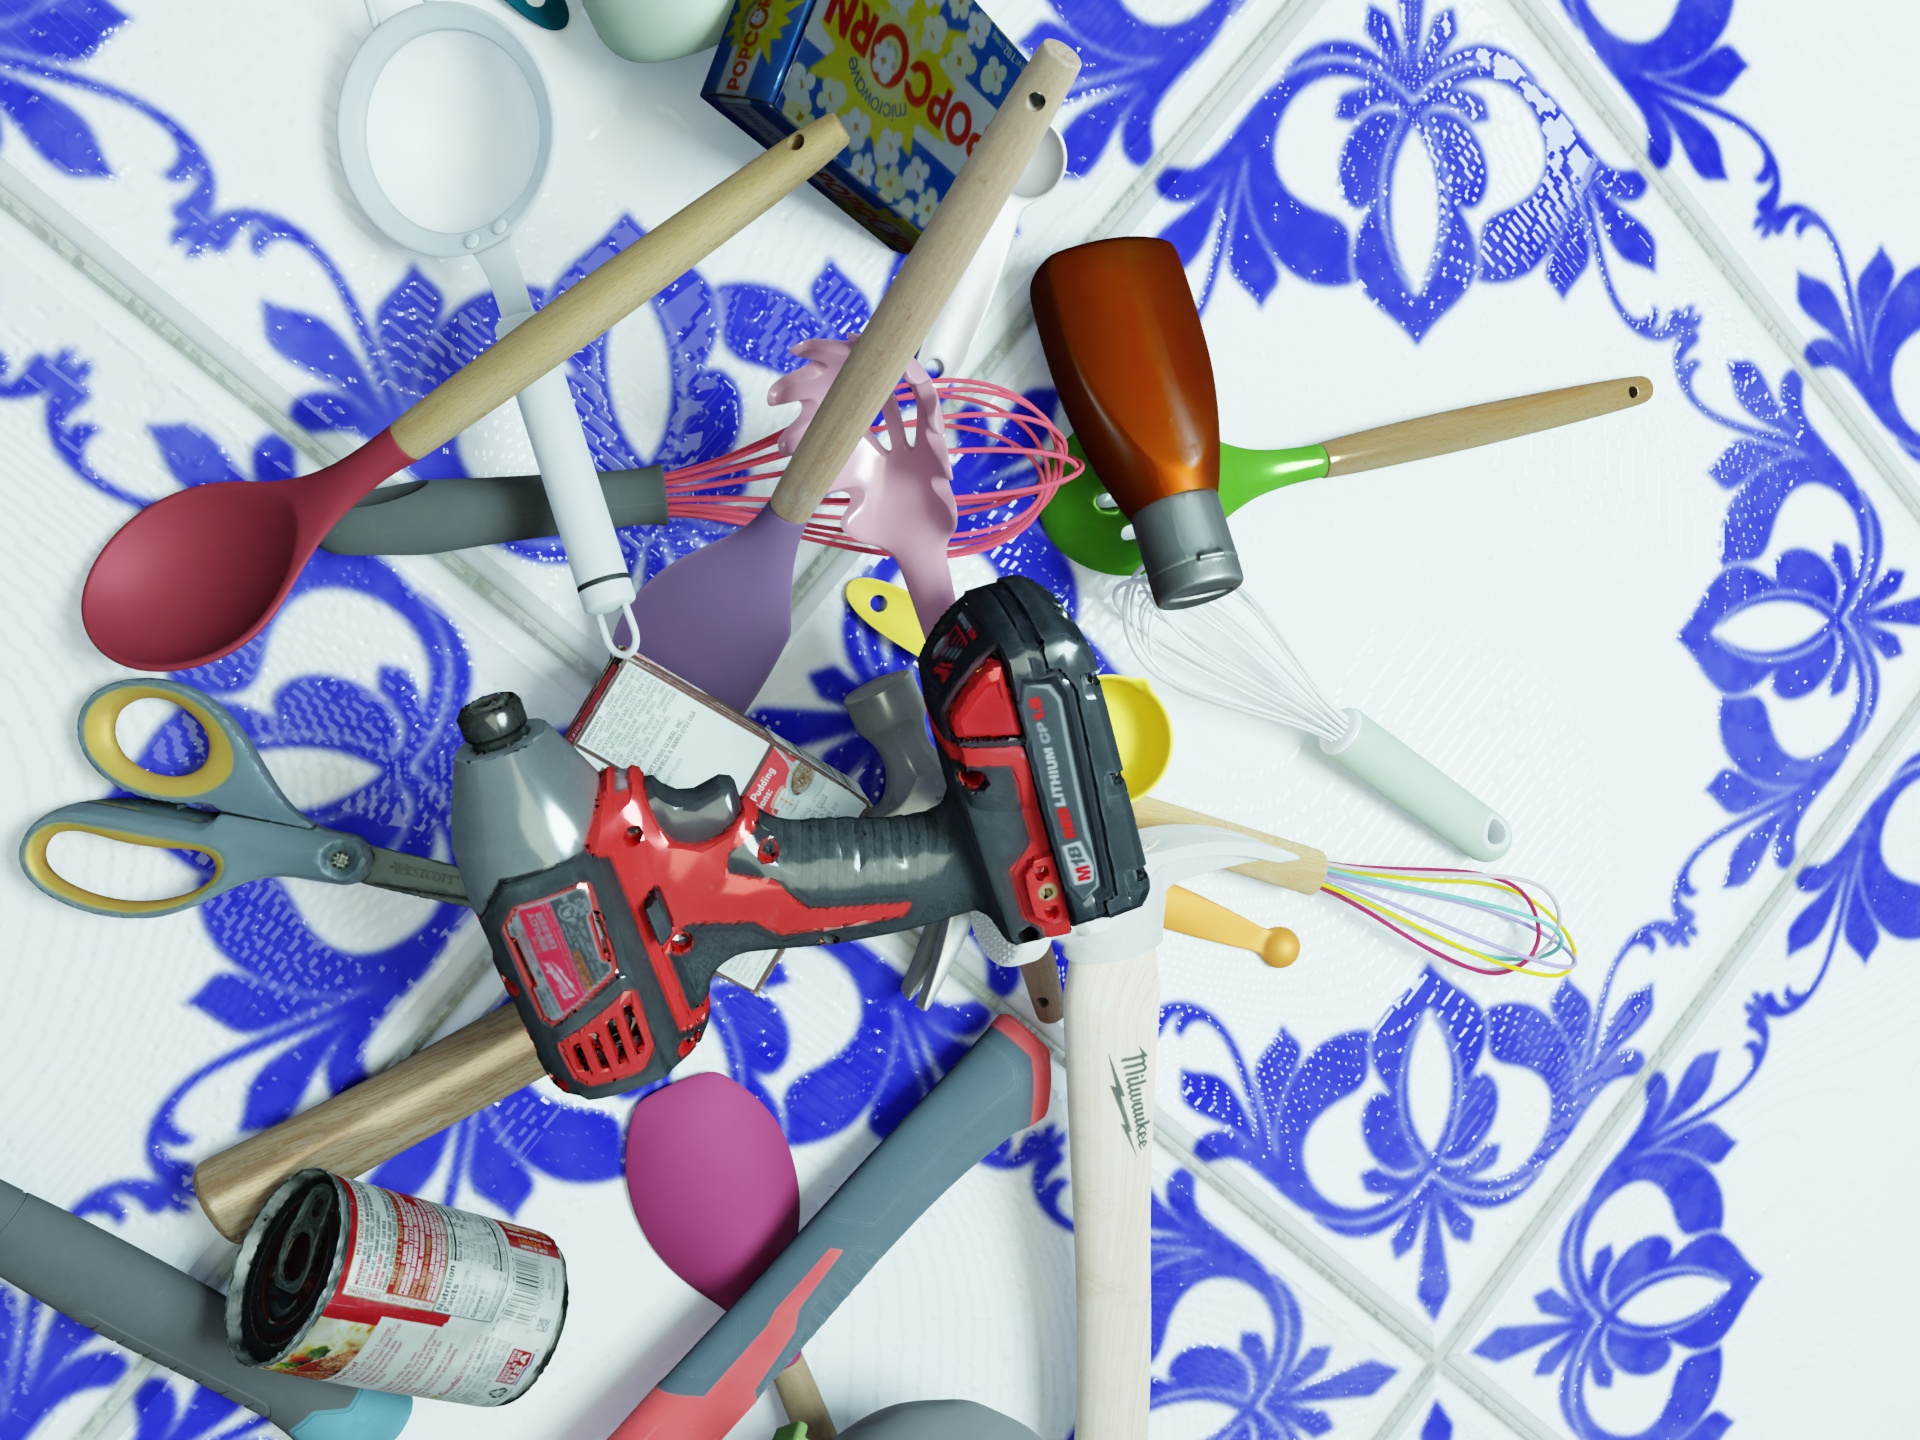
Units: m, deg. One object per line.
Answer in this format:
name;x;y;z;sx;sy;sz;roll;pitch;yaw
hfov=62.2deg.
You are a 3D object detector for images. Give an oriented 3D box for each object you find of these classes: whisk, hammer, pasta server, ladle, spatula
whisk;-0.094;-0.089;0.610;0.295;0.073;0.073;-7;99;-12
whisk;0.164;0.001;0.713;0.246;0.059;0.058;33;71;-24
hammer;-0.136;0.110;0.634;0.331;0.031;0.130;-28;104;-13
hammer;0.074;0.246;0.694;0.146;0.038;0.410;-9;108;-31
whisk;0.181;0.074;0.733;0.245;0.051;0.047;17;70;-15
hammer;-0.111;0.258;0.634;0.386;0.038;0.143;-46;107;-14
pasta server;-0.001;-0.002;0.614;0.060;0.040;0.316;-4;120;22
hammer;-0.340;0.178;0.560;0.128;0.033;0.330;-41;113;17
ladle;-0.170;-0.110;0.540;0.315;0.031;0.069;-31;72;11
spatula;-0.049;-0.090;0.537;0.059;0.018;0.315;29;131;-12

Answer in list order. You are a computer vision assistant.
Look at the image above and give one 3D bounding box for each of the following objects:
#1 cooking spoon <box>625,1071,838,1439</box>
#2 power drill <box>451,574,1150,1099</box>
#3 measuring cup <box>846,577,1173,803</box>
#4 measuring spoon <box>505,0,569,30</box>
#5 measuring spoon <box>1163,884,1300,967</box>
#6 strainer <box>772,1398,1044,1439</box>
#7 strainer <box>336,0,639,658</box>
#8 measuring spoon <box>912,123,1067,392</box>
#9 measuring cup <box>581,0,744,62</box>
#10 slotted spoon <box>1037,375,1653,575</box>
cooking spoon;-0.066;0.297;0.686;0.069;0.017;0.318;-22;102;-14
power drill;-0.058;0.032;0.541;0.219;0.079;0.143;-18;112;-4
measuring cup;0.019;-0.017;0.678;0.156;0.029;0.062;31;87;-7
measuring spoon;-0.194;-0.301;0.575;0.128;0.021;0.042;43;83;-27
measuring spoon;0.107;0.089;0.721;0.116;0.011;0.021;22;90;-19
strainer;0.049;0.326;0.642;0.256;0.069;0.151;6;126;6
strainer;-0.158;-0.144;0.567;0.087;0.050;0.258;-19;88;17
measuring spoon;0.007;-0.189;0.655;0.034;0.018;0.124;22;96;-23
measuring cup;-0.070;-0.295;0.596;0.167;0.083;0.038;-43;133;-27
slotted spoon;0.183;-0.124;0.713;0.313;0.031;0.070;-14;101;-18
